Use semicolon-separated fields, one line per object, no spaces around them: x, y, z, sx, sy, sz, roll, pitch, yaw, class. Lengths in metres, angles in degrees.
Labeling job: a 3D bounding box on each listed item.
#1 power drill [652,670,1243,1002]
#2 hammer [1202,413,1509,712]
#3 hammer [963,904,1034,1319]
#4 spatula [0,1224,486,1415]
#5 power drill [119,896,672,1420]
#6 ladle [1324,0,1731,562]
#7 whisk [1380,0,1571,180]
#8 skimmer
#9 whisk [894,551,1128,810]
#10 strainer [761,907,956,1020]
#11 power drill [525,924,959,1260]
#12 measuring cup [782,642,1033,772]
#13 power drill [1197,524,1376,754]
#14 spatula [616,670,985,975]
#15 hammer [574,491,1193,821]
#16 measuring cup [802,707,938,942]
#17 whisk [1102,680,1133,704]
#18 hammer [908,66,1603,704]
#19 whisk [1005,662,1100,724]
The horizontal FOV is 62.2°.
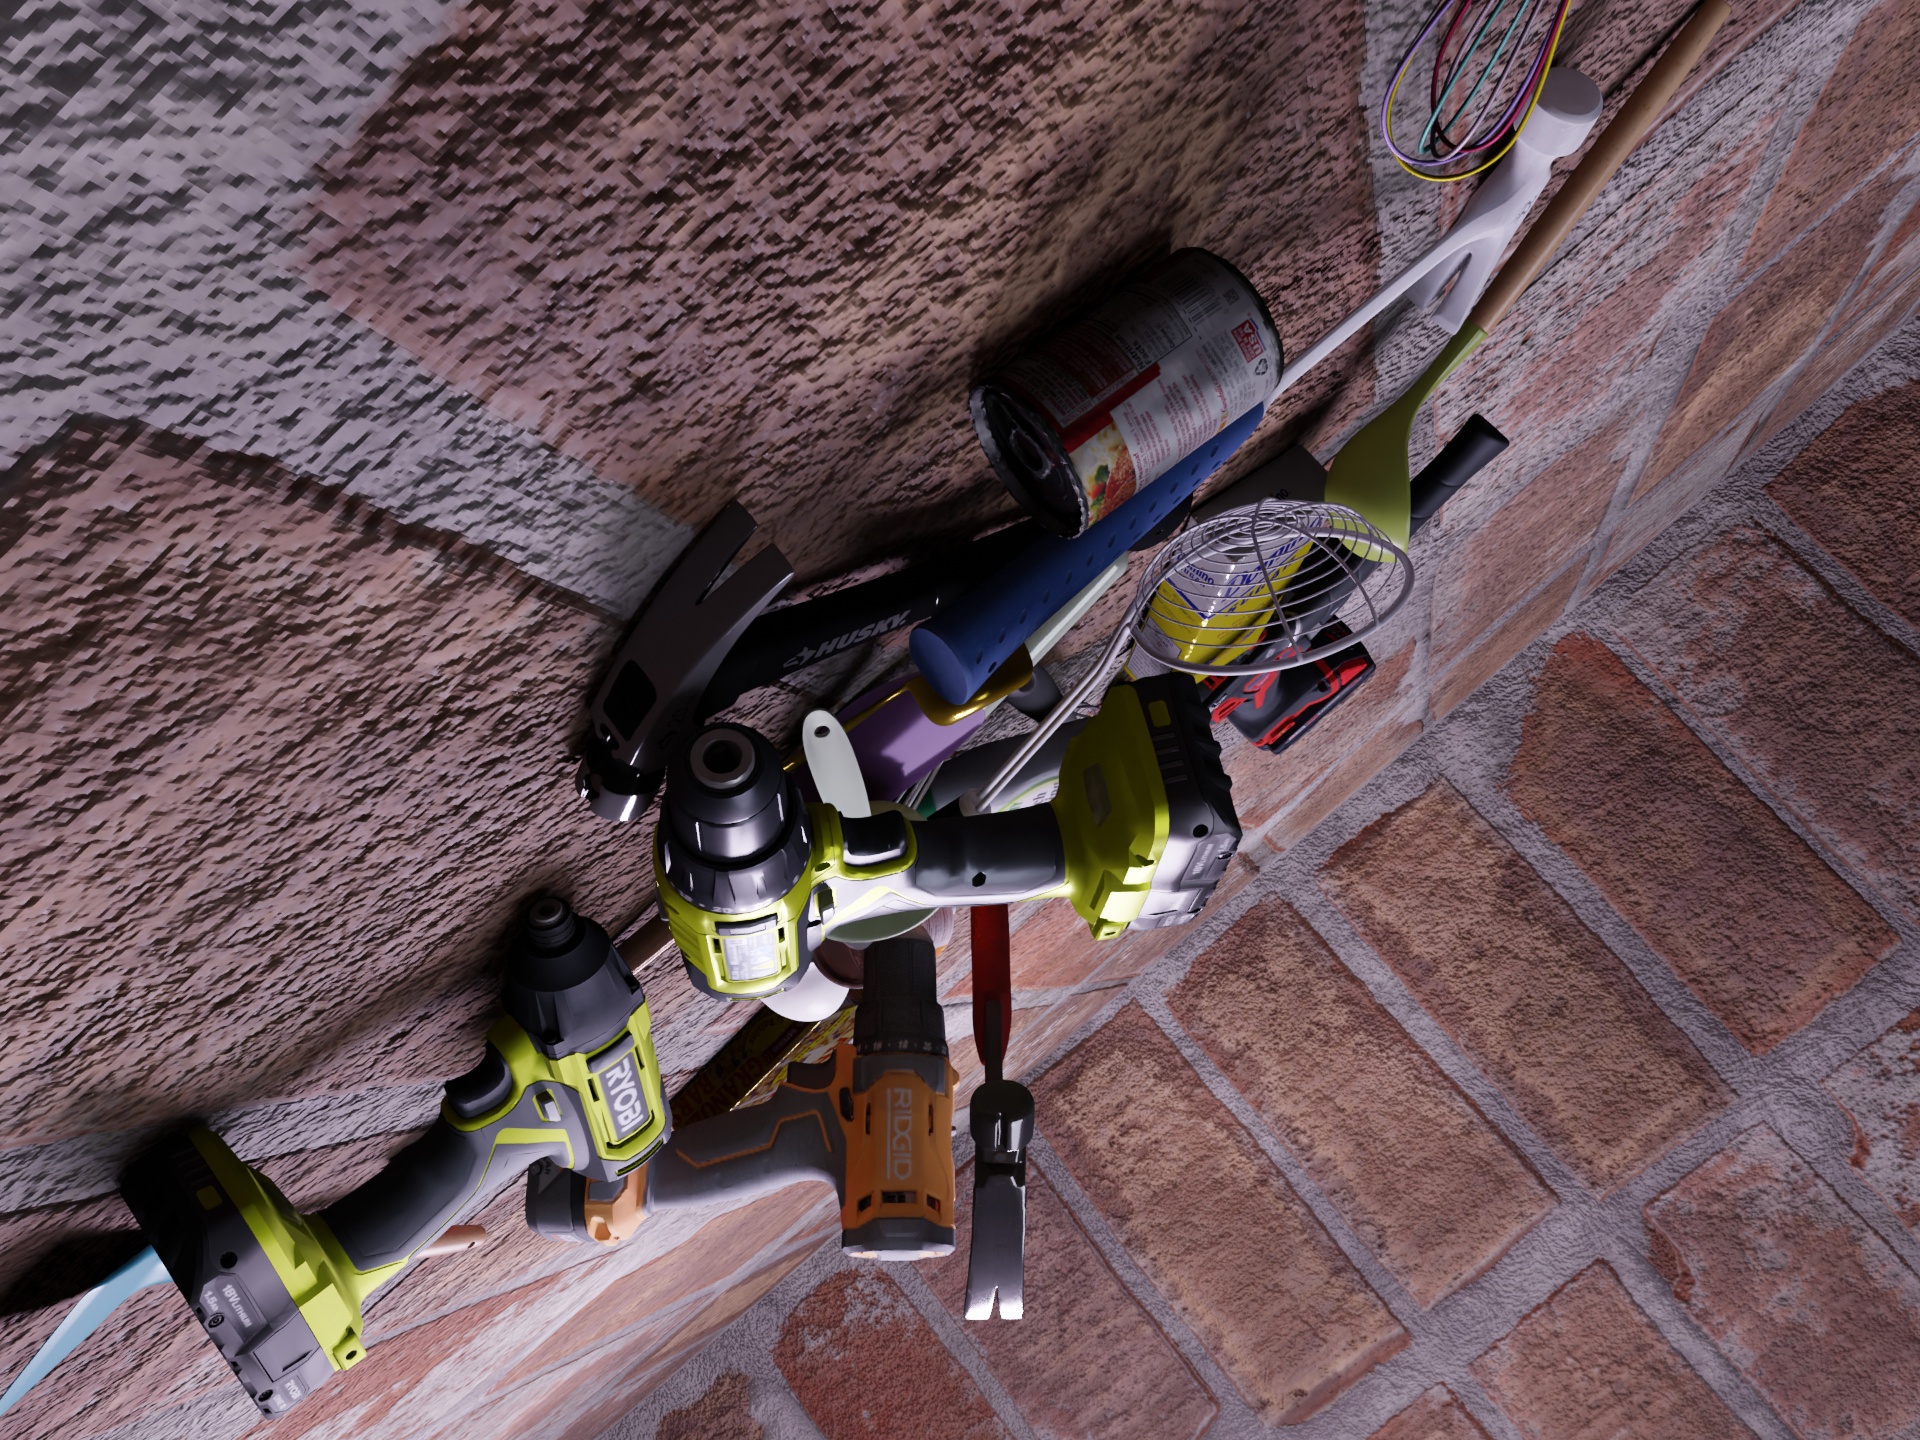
-0.011;0.045;0.644;0.228;0.080;0.190;-8;153;-9;power drill
0.192;-0.041;1.005;0.409;0.036;0.149;-44;165;1;hammer
0.018;0.164;0.935;0.359;0.036;0.149;-90;-178;-60;hammer
-0.340;0.284;0.807;0.082;0.044;0.317;-51;156;5;spatula
-0.240;0.187;0.715;0.223;0.080;0.171;-33;139;-30;power drill
0.298;-0.223;0.836;0.320;0.062;0.078;-55;-171;19;ladle
0.225;-0.297;0.556;0.051;0.047;0.244;-25;155;-38;whisk
0.065;0.023;0.794;0.363;0.090;0.127;-48;-166;33;skimmer
-0.001;-0.003;0.831;0.246;0.058;0.059;-46;125;8;whisk
-0.067;0.168;1.150;0.087;0.050;0.258;-32;174;34;strainer
-0.113;0.201;0.879;0.226;0.185;0.084;1;157;-2;power drill
-0.031;0.003;0.743;0.156;0.029;0.062;-31;180;28;measuring cup
0.247;-0.064;1.169;0.188;0.080;0.226;-43;161;9;power drill
-0.121;0.080;0.810;0.316;0.018;0.059;-40;121;11;spatula
-0.006;-0.062;0.680;0.335;0.035;0.146;-25;159;-42;hammer
-0.053;0.042;0.758;0.083;0.038;0.167;-18;136;-4;measuring cup
0.107;0.048;1.188;0.070;0.070;0.284;-34;158;-19;whisk
0.133;-0.139;0.703;0.405;0.035;0.144;-40;166;-22;hammer
0.055;-0.002;0.963;0.055;0.055;0.238;-41;159;3;whisk
